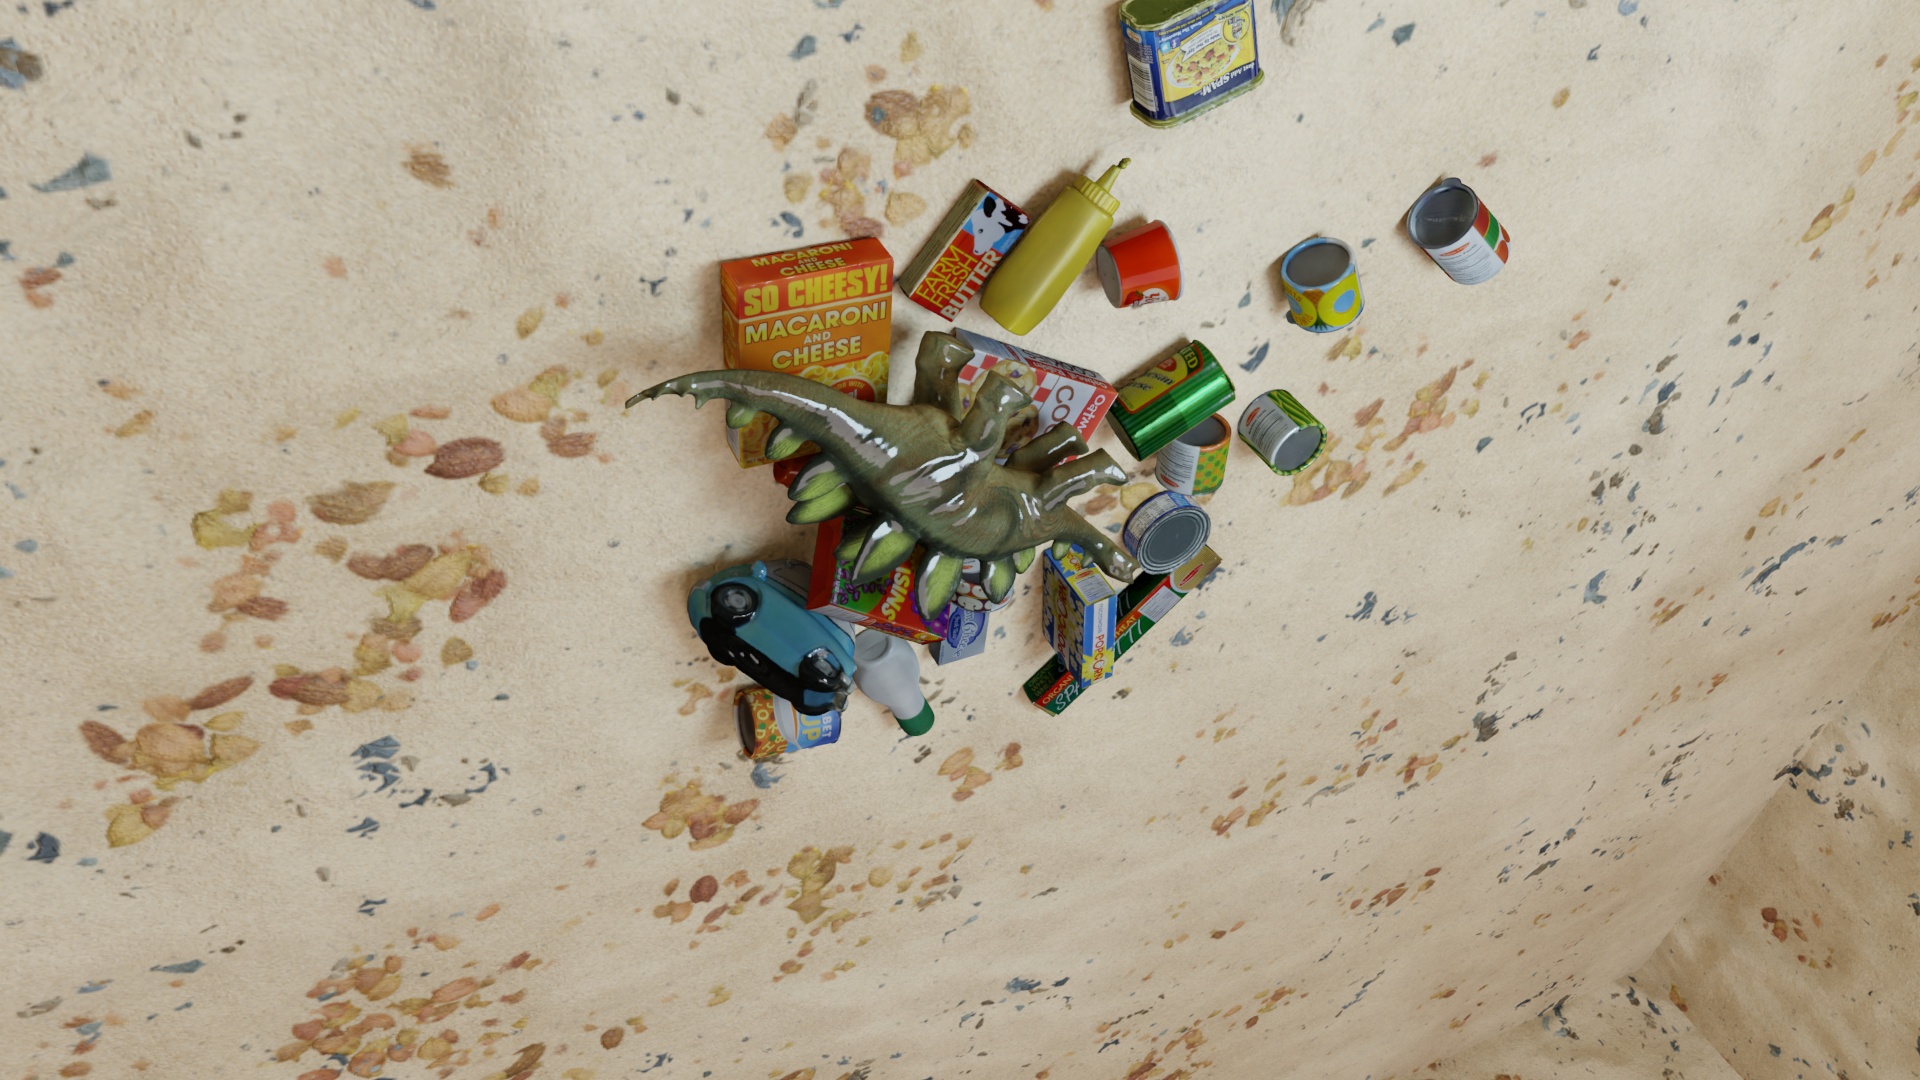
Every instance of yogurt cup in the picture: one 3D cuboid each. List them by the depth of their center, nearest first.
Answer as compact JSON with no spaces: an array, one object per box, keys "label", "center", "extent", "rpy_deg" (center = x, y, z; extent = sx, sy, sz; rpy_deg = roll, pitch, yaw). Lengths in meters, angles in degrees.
[{"label":"yogurt cup","center":[0.146,-0.223,1.136],"extent":[0.054,0.073,0.072],"rpy_deg":[-17,137,-8]}]

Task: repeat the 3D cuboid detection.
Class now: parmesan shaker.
[{"label":"parmesan shaker","center":[0.187,-0.124,1.249],"extent":[0.103,0.071,0.071],"rpy_deg":[-34,139,-1]}]

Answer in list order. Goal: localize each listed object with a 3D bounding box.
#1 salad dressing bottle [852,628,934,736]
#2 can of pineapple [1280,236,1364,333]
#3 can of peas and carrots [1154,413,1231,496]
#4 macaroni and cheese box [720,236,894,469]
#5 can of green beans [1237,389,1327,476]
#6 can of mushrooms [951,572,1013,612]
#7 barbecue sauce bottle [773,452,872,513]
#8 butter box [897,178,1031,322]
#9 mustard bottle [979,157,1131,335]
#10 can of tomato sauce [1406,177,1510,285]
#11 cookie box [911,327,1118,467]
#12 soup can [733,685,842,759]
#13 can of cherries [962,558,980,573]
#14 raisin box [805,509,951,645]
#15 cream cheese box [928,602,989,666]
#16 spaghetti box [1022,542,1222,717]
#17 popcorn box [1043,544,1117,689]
[{"label":"salad dressing bottle","center":[-0.063,0.142,1.357],"extent":[0.064,0.044,0.147],"rpy_deg":[-32,140,-6]},{"label":"can of pineapple","center":[0.323,-0.228,1.245],"extent":[0.071,0.071,0.057],"rpy_deg":[-34,138,-1]},{"label":"can of peas and carrots","center":[0.221,-0.086,1.313],"extent":[0.071,0.071,0.058],"rpy_deg":[-17,136,-19]},{"label":"macaroni and cheese box","center":[-0.117,-0.142,1.056],"extent":[0.124,0.040,0.165],"rpy_deg":[-15,136,-22]},{"label":"can of green beans","center":[0.316,-0.105,1.362],"extent":[0.071,0.058,0.071],"rpy_deg":[-18,136,-18]},{"label":"can of mushrooms","center":[0.016,0.033,1.290],"extent":[0.071,0.071,0.033],"rpy_deg":[-15,135,-22]},{"label":"barbecue sauce bottle","center":[-0.082,-0.047,1.154],"extent":[0.148,0.065,0.043],"rpy_deg":[15,103,-31]},{"label":"butter box","center":[0.002,-0.222,1.071],"extent":[0.053,0.024,0.103],"rpy_deg":[22,114,-43]},{"label":"mustard bottle","center":[0.080,-0.235,1.086],"extent":[0.160,0.049,0.065],"rpy_deg":[-52,169,13]},{"label":"can of tomato sauce","center":[0.462,-0.284,1.286],"extent":[0.083,0.071,0.071],"rpy_deg":[24,113,-45]},{"label":"cookie box","center":[0.038,-0.104,1.194],"extent":[0.167,0.040,0.122],"rpy_deg":[11,121,-38]},{"label":"soup can","center":[-0.161,0.164,1.292],"extent":[0.084,0.071,0.071],"rpy_deg":[-8,132,-27]},{"label":"can of cherries","center":[0.004,-0.016,1.239],"extent":[0.071,0.072,0.058],"rpy_deg":[-35,138,0]},{"label":"raisin box","center":[-0.064,0.031,1.165],"extent":[0.123,0.086,0.040],"rpy_deg":[20,157,-36]},{"label":"cream cheese box","center":[0.001,0.073,1.348],"extent":[0.053,0.024,0.103],"rpy_deg":[-15,135,-23]},{"label":"spaghetti box","center":[0.170,0.090,1.472],"extent":[0.249,0.029,0.050],"rpy_deg":[-44,138,11]},{"label":"popcorn box","center":[0.117,0.073,1.378],"extent":[0.038,0.085,0.126],"rpy_deg":[-20,137,-17]}]
